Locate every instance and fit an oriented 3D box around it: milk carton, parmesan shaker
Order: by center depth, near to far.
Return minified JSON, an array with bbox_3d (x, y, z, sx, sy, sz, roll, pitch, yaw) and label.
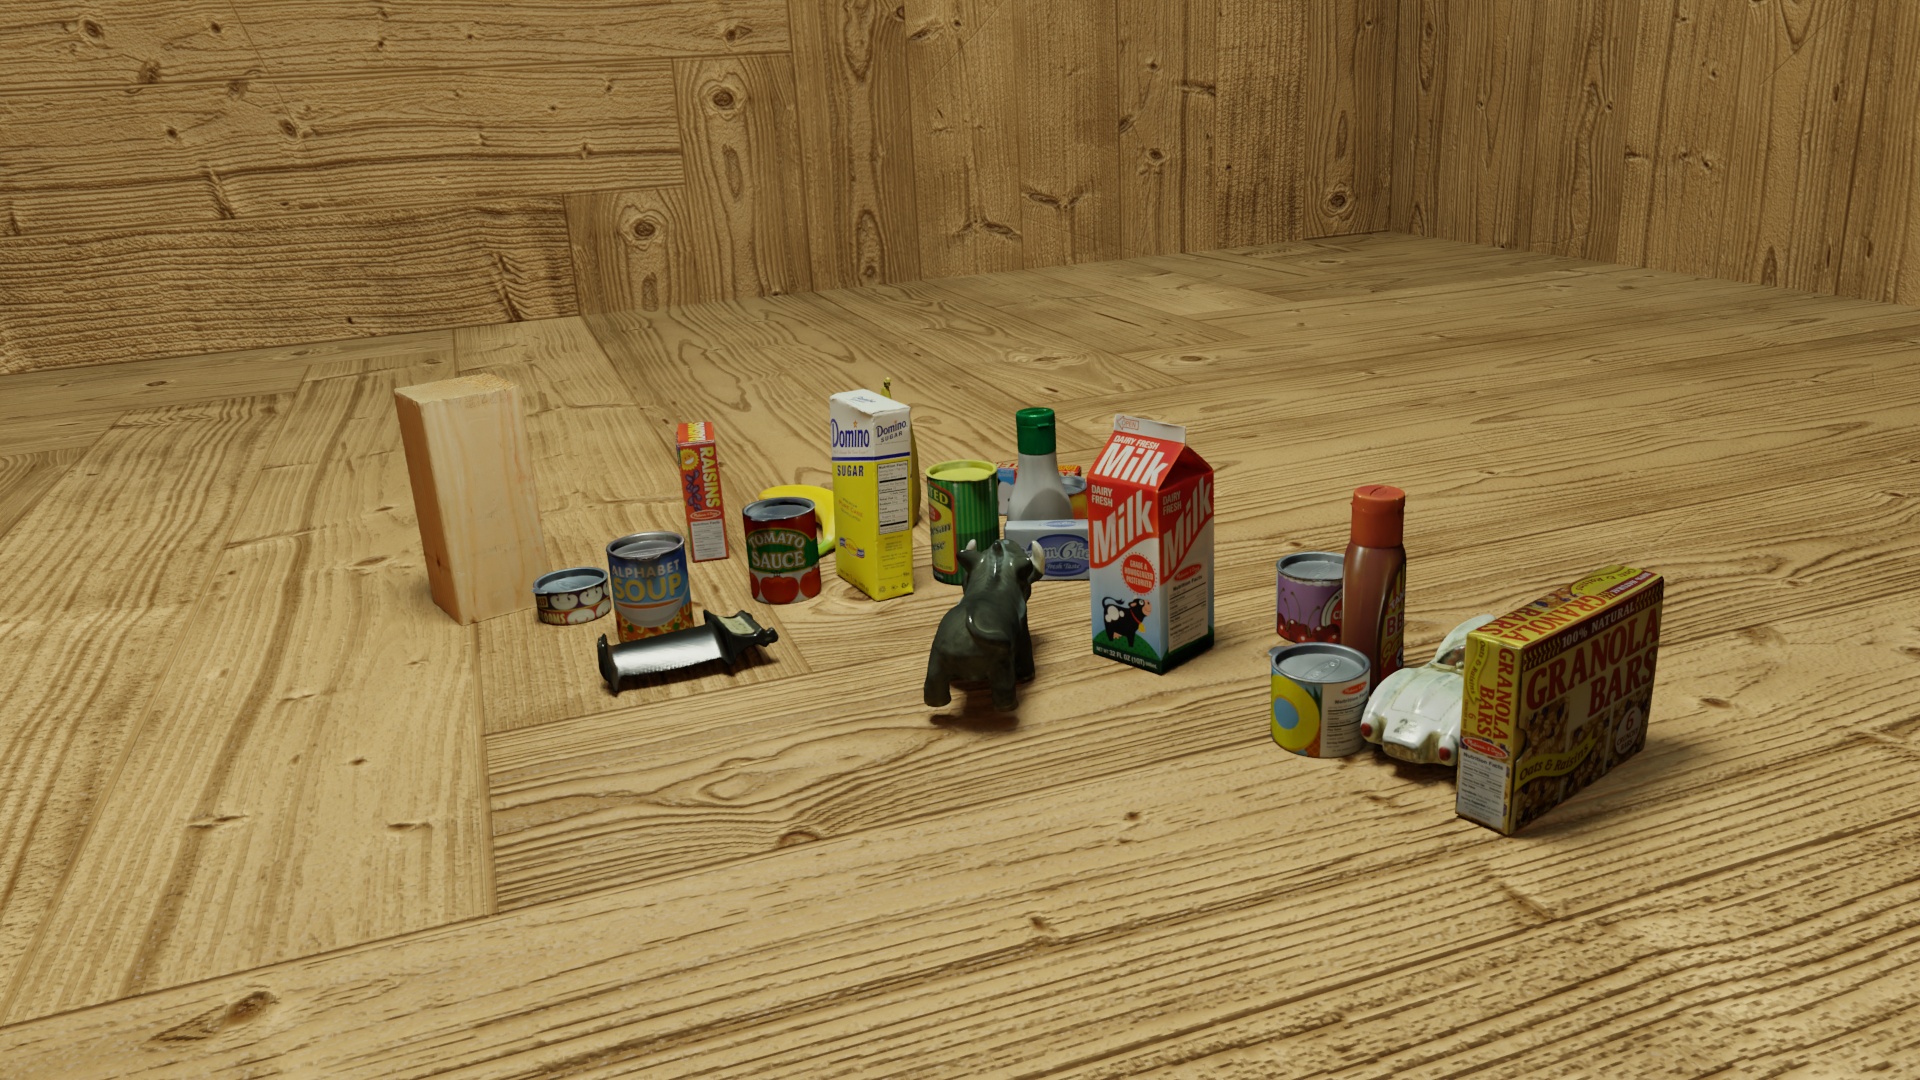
[{"bbox_3d":[0.149,-0.002,1.085,0.074,0.189,0.072,-20,24,-41],"label":"milk carton"},{"bbox_3d":[0.005,-0.016,1.286,0.071,0.102,0.071,-3,18,1],"label":"parmesan shaker"}]

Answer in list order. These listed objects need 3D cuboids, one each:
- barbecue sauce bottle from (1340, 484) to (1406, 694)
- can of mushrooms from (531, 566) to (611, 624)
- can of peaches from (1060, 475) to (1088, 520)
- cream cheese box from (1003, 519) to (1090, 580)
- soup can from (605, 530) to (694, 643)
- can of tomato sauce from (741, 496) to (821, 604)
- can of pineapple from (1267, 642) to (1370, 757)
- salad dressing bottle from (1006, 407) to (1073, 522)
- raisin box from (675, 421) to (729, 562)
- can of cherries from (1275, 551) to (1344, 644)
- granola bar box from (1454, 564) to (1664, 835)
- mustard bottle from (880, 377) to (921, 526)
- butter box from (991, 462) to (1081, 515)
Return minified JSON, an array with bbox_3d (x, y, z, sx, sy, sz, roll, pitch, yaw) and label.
[{"bbox_3d":[0.304,0.034,1.019,0.043,0.148,0.065,9,22,33],"label":"barbecue sauce bottle"},{"bbox_3d":[-0.352,0.050,1.256,0.071,0.033,0.071,-3,19,1],"label":"can of mushrooms"},{"bbox_3d":[0.096,-0.028,1.375,0.071,0.058,0.071,-3,19,1],"label":"can of peaches"},{"bbox_3d":[0.093,0.009,1.275,0.104,0.053,0.024,-1,19,7],"label":"cream cheese box"},{"bbox_3d":[-0.264,0.043,1.187,0.071,0.083,0.071,-3,19,1],"label":"soup can"},{"bbox_3d":[-0.163,0.009,1.269,0.071,0.082,0.071,-3,19,1],"label":"can of tomato sauce"},{"bbox_3d":[0.245,0.108,0.953,0.071,0.057,0.071,-3,19,1],"label":"can of pineapple"},{"bbox_3d":[0.074,-0.050,1.306,0.064,0.147,0.044,-9,19,-18],"label":"salad dressing bottle"},{"bbox_3d":[-0.260,-0.050,1.398,0.040,0.123,0.086,-6,19,-9],"label":"raisin box"},{"bbox_3d":[0.291,0.047,1.123,0.071,0.058,0.072,-3,19,1],"label":"can of cherries"},{"bbox_3d":[0.376,0.095,0.866,0.166,0.123,0.039,-17,23,-35],"label":"granola bar box"},{"bbox_3d":[-0.072,-0.090,1.428,0.049,0.159,0.065,3,19,18],"label":"mustard bottle"},{"bbox_3d":[0.076,-0.053,1.459,0.103,0.053,0.024,3,19,16],"label":"butter box"}]
